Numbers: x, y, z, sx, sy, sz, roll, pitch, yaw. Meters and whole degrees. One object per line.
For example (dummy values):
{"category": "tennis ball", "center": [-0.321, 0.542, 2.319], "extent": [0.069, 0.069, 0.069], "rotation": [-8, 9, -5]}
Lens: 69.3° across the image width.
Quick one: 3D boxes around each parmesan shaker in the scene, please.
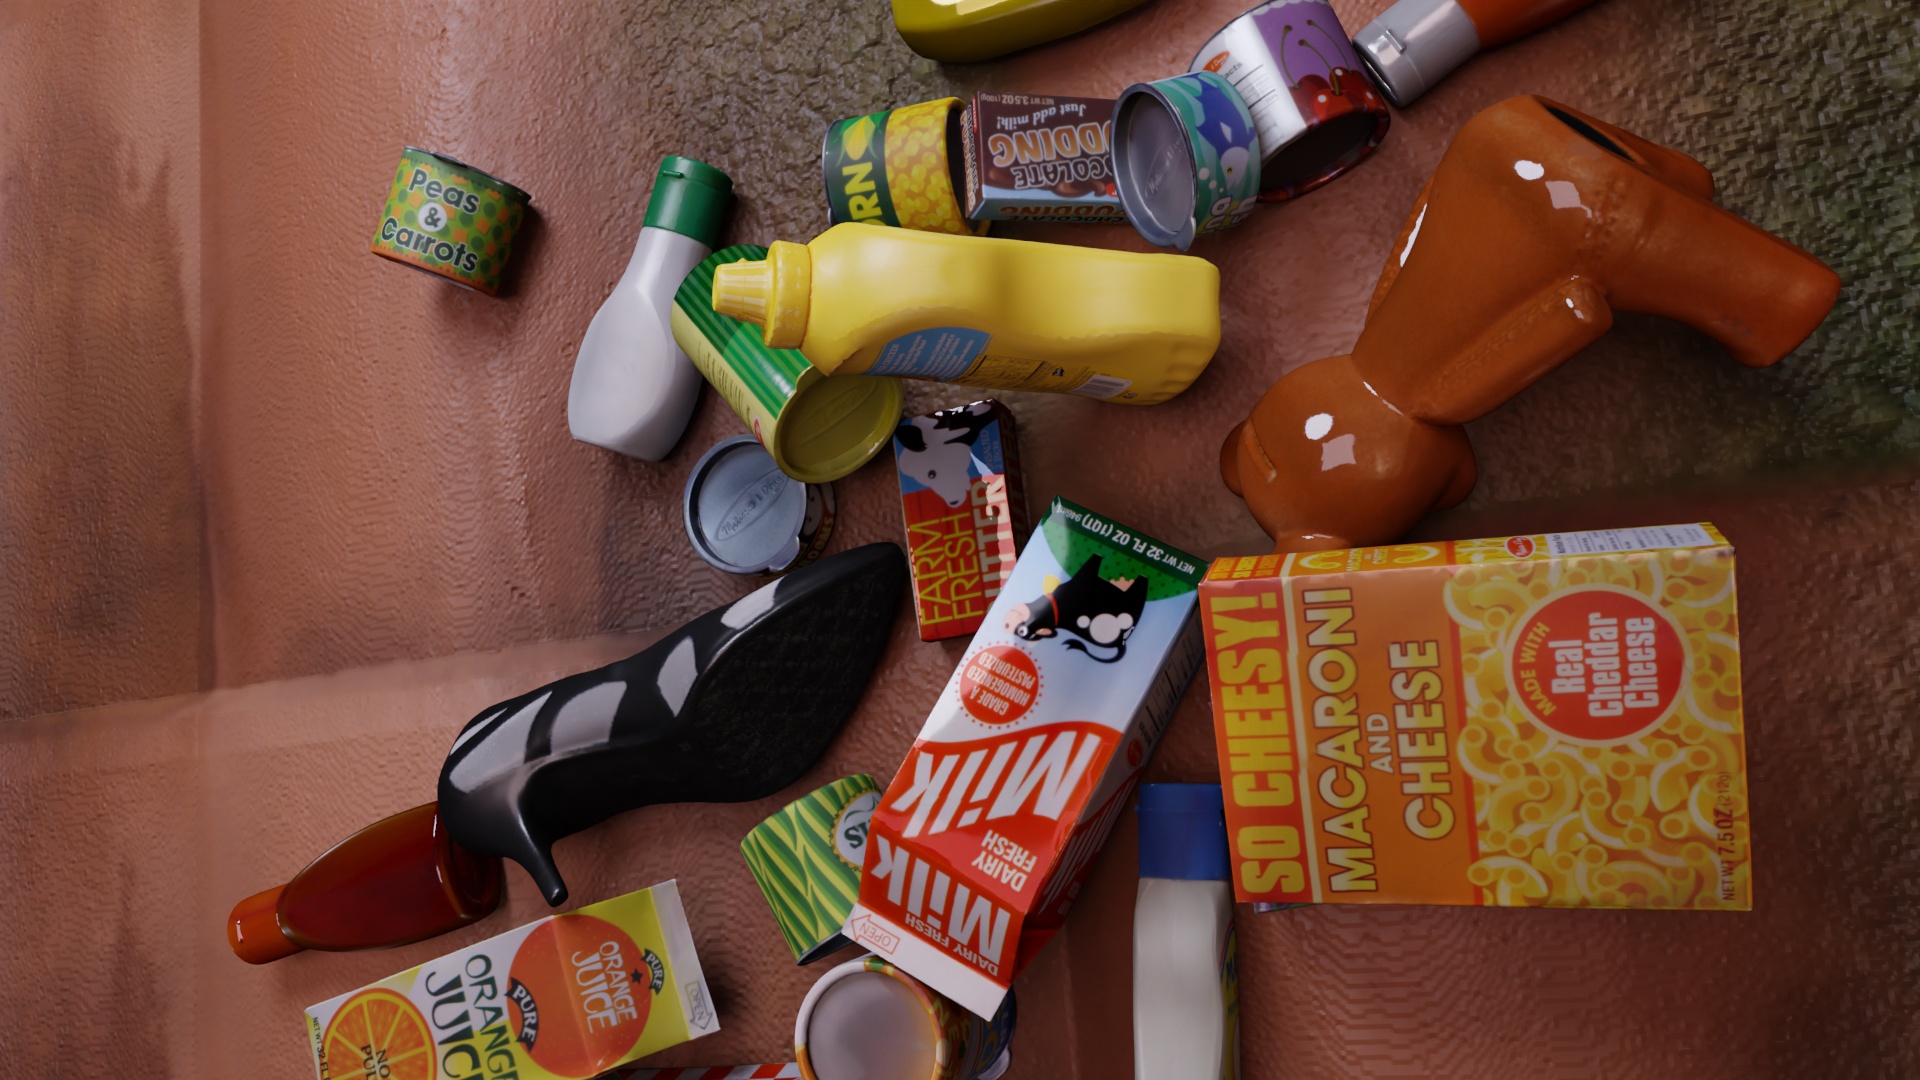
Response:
{"category": "parmesan shaker", "center": [-0.081, -0.084, 0.631], "extent": [0.071, 0.071, 0.103], "rotation": [-49, 55, 9]}

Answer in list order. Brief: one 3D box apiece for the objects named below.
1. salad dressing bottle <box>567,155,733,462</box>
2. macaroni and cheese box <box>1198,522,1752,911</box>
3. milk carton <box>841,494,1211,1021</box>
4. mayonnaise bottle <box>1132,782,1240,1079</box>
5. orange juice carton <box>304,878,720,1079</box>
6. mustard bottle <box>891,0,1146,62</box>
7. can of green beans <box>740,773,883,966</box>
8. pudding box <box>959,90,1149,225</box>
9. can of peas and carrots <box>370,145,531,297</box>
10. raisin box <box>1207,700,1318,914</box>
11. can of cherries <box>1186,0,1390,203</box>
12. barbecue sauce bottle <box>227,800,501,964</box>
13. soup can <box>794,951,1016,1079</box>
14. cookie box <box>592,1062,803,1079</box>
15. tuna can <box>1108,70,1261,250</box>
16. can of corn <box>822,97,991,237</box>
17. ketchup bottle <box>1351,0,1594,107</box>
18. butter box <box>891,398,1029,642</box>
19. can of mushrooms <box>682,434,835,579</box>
{"category": "salad dressing bottle", "center": [-0.150, -0.115, 0.689], "extent": [0.064, 0.044, 0.147], "rotation": [15, 88, 24]}
{"category": "macaroni and cheese box", "center": [0.175, 0.063, 0.481], "extent": [0.166, 0.040, 0.123], "rotation": [-5, 100, 19]}
{"category": "milk carton", "center": [0.029, 0.087, 0.553], "extent": [0.072, 0.073, 0.191], "rotation": [25, 77, 21]}
{"category": "mayonnaise bottle", "center": [0.090, 0.171, 0.550], "extent": [0.041, 0.064, 0.148], "rotation": [-3, 78, 18]}
{"category": "orange juice carton", "center": [-0.202, 0.221, 0.648], "extent": [0.192, 0.073, 0.072], "rotation": [-23, 75, 16]}
{"category": "mustard bottle", "center": [0.048, -0.261, 0.628], "extent": [0.160, 0.049, 0.065], "rotation": [-5, 82, 20]}
{"category": "can of green beans", "center": [-0.054, 0.143, 0.605], "extent": [0.071, 0.071, 0.058], "rotation": [-35, 72, 14]}
{"category": "pudding box", "center": [0.044, -0.165, 0.606], "extent": [0.084, 0.030, 0.049], "rotation": [-1, 84, -14]}
{"category": "can of peas and carrots", "center": [-0.267, -0.166, 0.725], "extent": [0.071, 0.071, 0.058], "rotation": [20, 92, 22]}
{"category": "raisin box", "center": [0.168, 0.092, 0.541], "extent": [0.123, 0.040, 0.086], "rotation": [-14, 77, 18]}
{"category": "can of cherries", "center": [0.138, -0.182, 0.576], "extent": [0.071, 0.071, 0.058], "rotation": [-28, 75, 16]}
{"category": "barbecue sauce bottle", "center": [-0.307, 0.181, 0.710], "extent": [0.148, 0.043, 0.065], "rotation": [-21, 76, 18]}
{"category": "soup can", "center": [-0.019, 0.202, 0.574], "extent": [0.071, 0.084, 0.071], "rotation": [-3, 83, 20]}
{"category": "cookie box", "center": [-0.107, 0.324, 0.615], "extent": [0.123, 0.040, 0.167], "rotation": [-11, 79, 19]}
{"category": "tuna can", "center": [0.092, -0.153, 0.565], "extent": [0.033, 0.070, 0.071], "rotation": [-18, 74, -18]}
{"category": "can of corn", "center": [-0.023, -0.162, 0.632], "extent": [0.058, 0.071, 0.071], "rotation": [-6, 81, 20]}
{"category": "ketchup bottle", "center": [0.230, -0.236, 0.557], "extent": [0.148, 0.043, 0.065], "rotation": [-36, 75, 14]}
{"category": "butter box", "center": [0.002, -0.008, 0.626], "extent": [0.053, 0.024, 0.103], "rotation": [-12, 78, 20]}
{"category": "can of mushrooms", "center": [-0.094, -0.013, 0.659], "extent": [0.071, 0.033, 0.071], "rotation": [-3, 81, 20]}
